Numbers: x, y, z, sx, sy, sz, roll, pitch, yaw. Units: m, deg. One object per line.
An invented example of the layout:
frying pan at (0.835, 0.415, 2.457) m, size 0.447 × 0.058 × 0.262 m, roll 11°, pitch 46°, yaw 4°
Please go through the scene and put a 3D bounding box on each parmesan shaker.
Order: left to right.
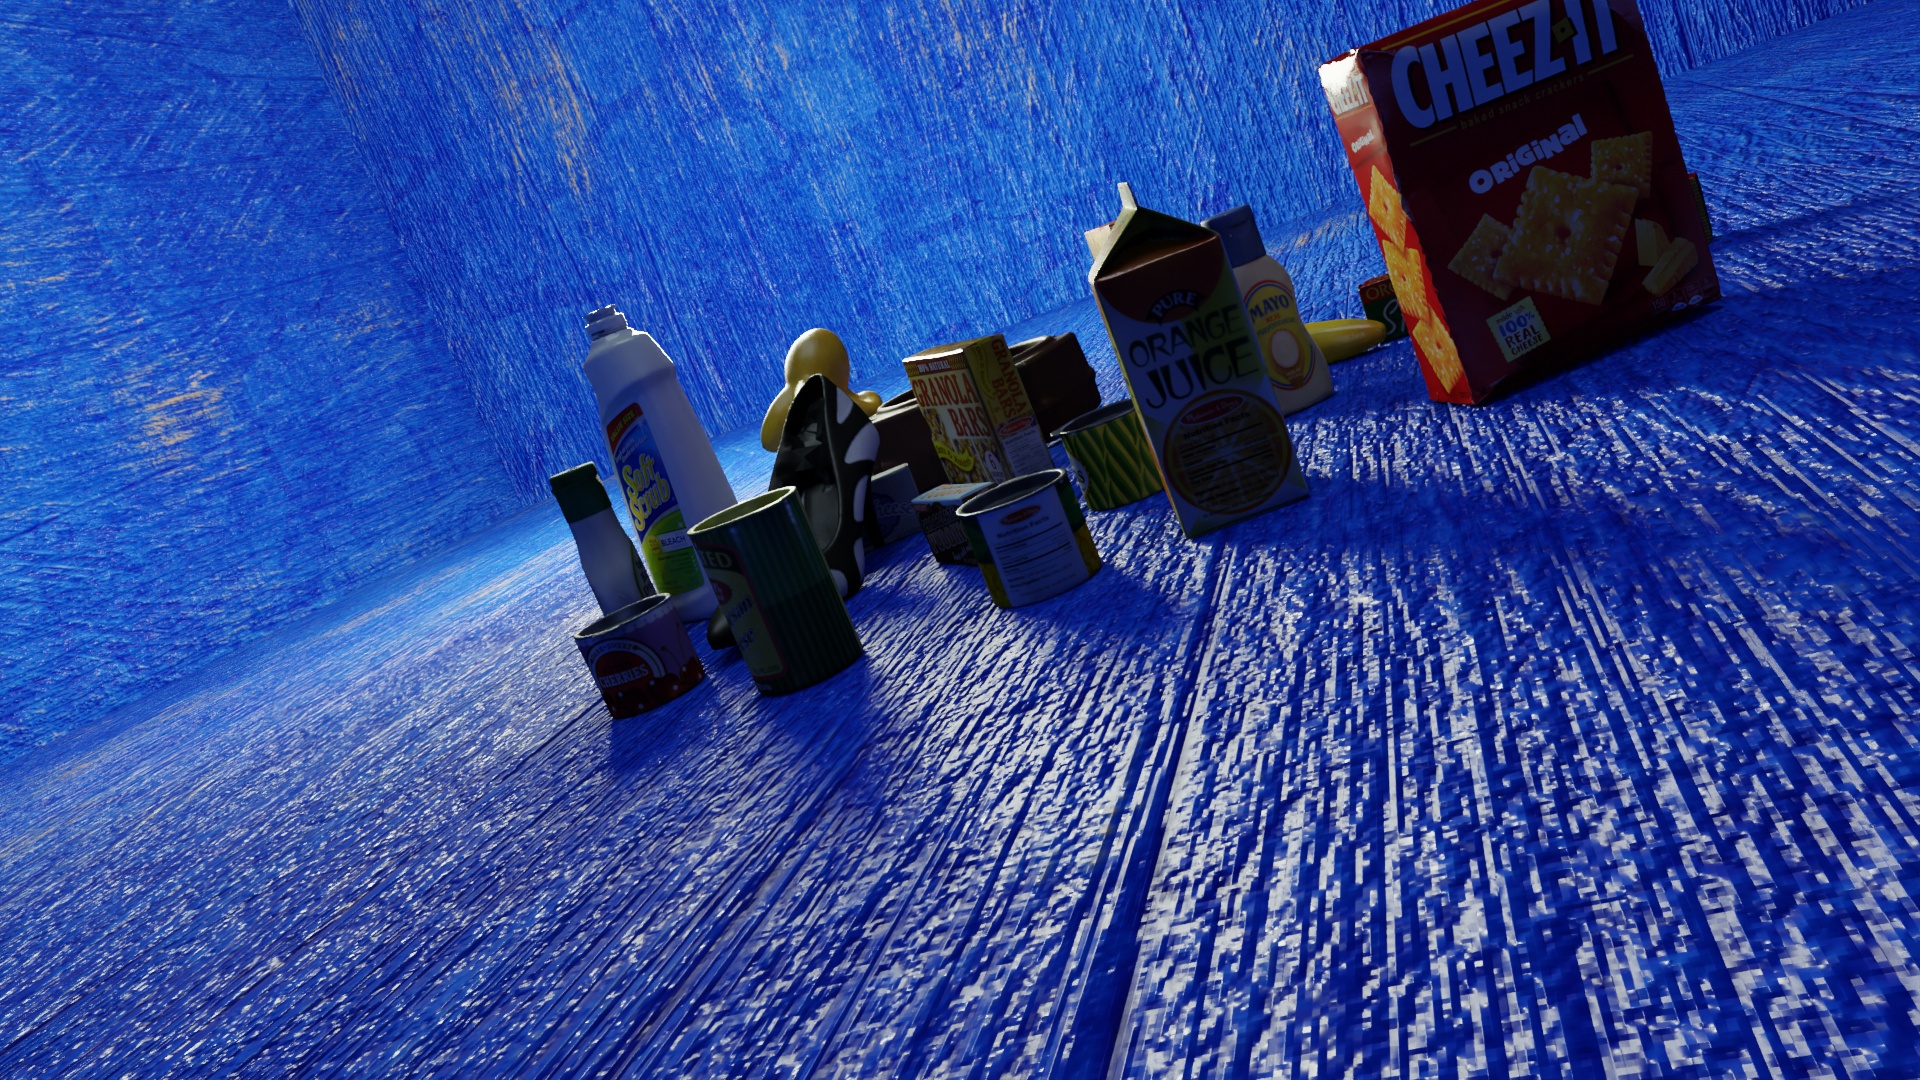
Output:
parmesan shaker at (-0.103, 0.029, 0.787) m, size 0.071 × 0.103 × 0.071 m, roll -21°, pitch 11°, yaw 4°

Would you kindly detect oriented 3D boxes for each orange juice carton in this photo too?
orange juice carton at (0.123, -0.106, 0.767) m, size 0.073 × 0.192 × 0.072 m, roll -21°, pitch 10°, yaw 8°

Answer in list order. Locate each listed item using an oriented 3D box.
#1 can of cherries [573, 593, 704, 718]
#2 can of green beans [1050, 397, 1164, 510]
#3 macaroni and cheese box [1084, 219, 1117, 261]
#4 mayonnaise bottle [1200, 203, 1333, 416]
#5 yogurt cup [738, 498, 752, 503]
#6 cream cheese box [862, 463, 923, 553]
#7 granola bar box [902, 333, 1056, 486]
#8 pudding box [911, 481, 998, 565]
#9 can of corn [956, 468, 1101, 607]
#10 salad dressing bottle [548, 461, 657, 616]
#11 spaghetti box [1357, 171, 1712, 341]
can of cherries at (-0.205, 0.074, 0.885) m, size 0.071 × 0.058 × 0.071 m, roll -21°, pitch 11°, yaw 4°
can of green beans at (0.106, -0.058, 0.925) m, size 0.071 × 0.057 × 0.071 m, roll -21°, pitch 11°, yaw 4°
macaroni and cheese box at (0.162, -0.195, 1.188) m, size 0.040 × 0.166 × 0.124 m, roll -22°, pitch 11°, yaw 0°
mayonnaise bottle at (0.210, -0.161, 0.979) m, size 0.065 × 0.148 × 0.041 m, roll -24°, pitch 11°, yaw -9°
yogurt cup at (-0.198, -0.002, 1.251) m, size 0.072 × 0.054 × 0.072 m, roll -21°, pitch 11°, yaw 4°
cream cheese box at (-0.080, -0.017, 1.098) m, size 0.104 × 0.053 × 0.024 m, roll -22°, pitch 10°, yaw -1°
granola bar box at (0.012, -0.101, 1.136) m, size 0.039 × 0.124 × 0.165 m, roll -25°, pitch 11°, yaw -15°
pudding box at (0.003, -0.012, 0.919) m, size 0.030 × 0.049 × 0.083 m, roll -26°, pitch 12°, yaw -22°
can of corn at (0.039, -0.002, 0.781) m, size 0.071 × 0.058 × 0.071 m, roll -21°, pitch 11°, yaw 4°
salad dressing bottle at (-0.271, 0.013, 1.074) m, size 0.044 × 0.147 × 0.064 m, roll -23°, pitch 10°, yaw -3°
spaghetti box at (0.429, -0.210, 1.054) m, size 0.249 × 0.050 × 0.029 m, roll -16°, pitch 12°, yaw 30°
